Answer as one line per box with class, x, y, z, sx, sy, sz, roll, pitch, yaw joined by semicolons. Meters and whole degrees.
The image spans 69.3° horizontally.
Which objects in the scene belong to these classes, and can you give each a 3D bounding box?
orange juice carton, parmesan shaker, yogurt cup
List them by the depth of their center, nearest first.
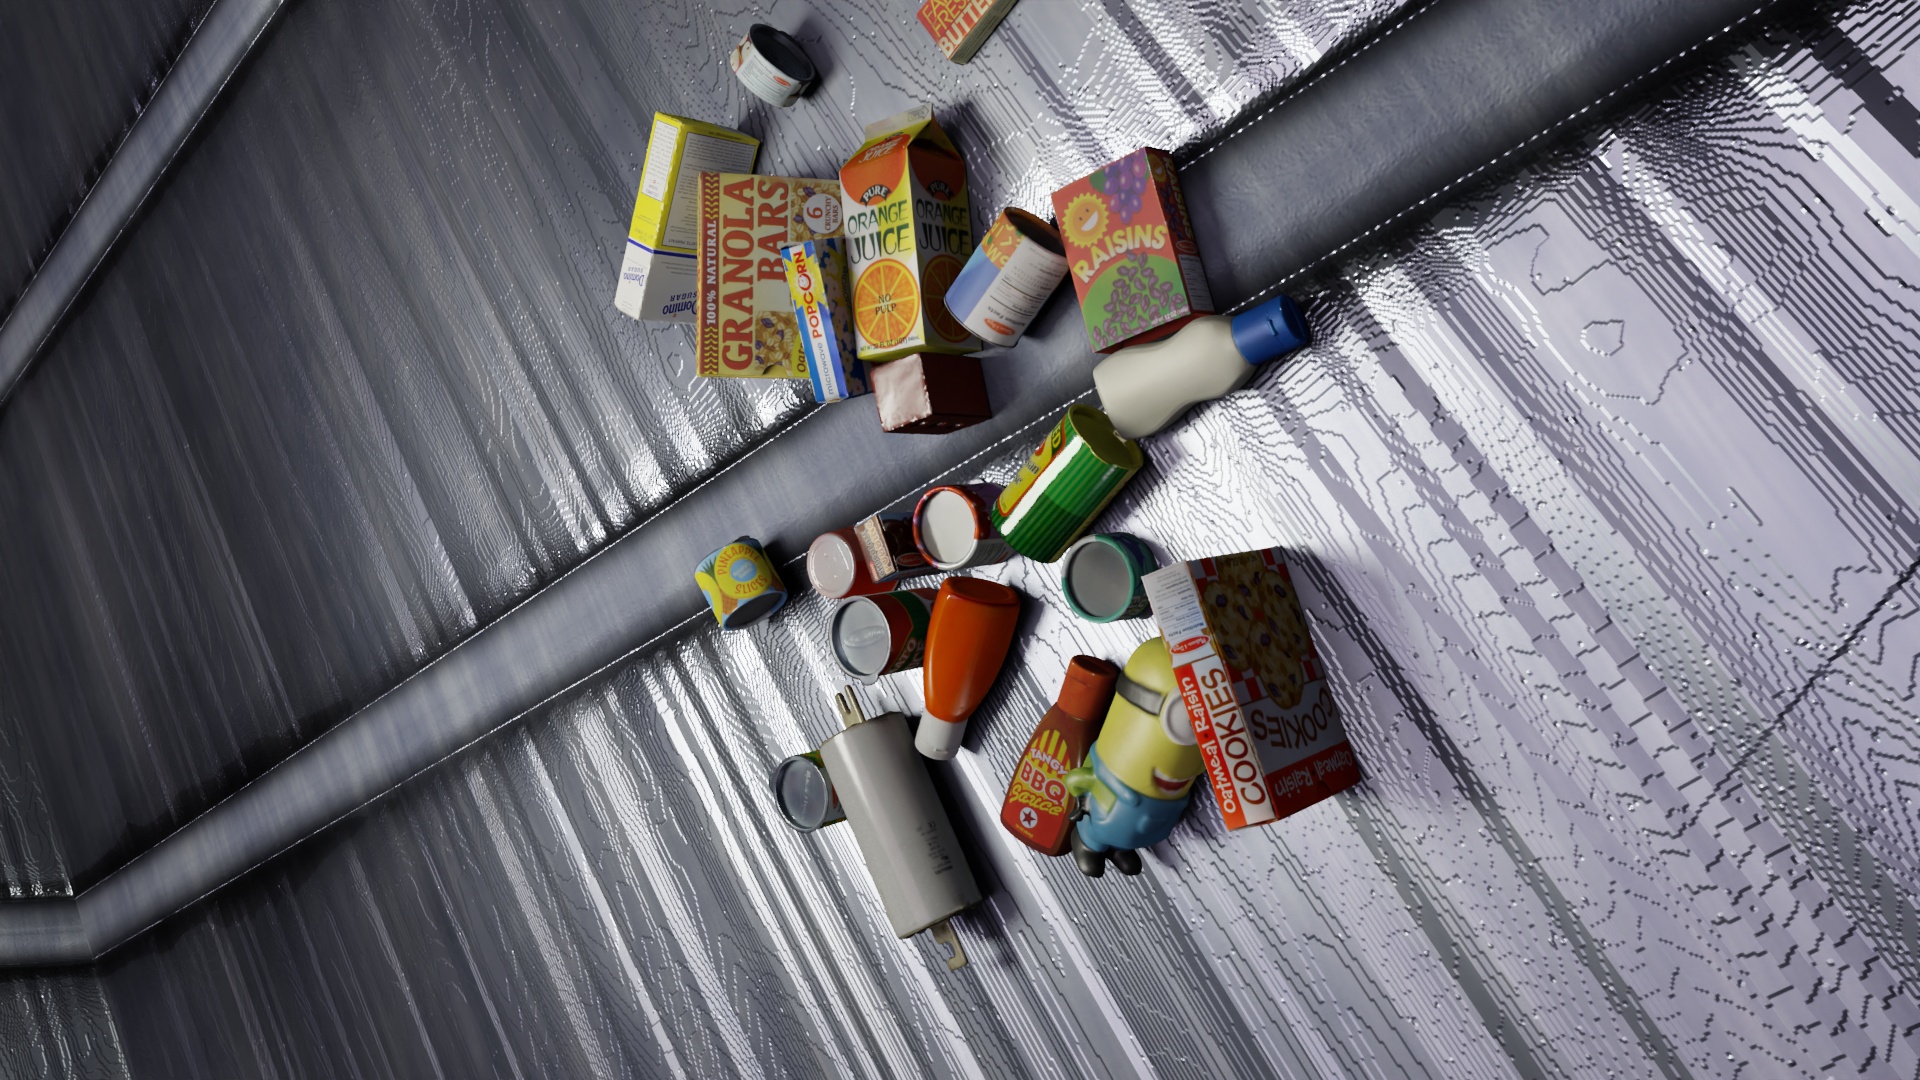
parmesan shaker;0.075;-0.039;1.010;0.071;0.071;0.102;53;122;23
orange juice carton;-0.041;-0.239;1.087;0.071;0.073;0.192;-6;89;39
yogurt cup;-0.090;0.019;1.157;0.072;0.054;0.072;3;96;37

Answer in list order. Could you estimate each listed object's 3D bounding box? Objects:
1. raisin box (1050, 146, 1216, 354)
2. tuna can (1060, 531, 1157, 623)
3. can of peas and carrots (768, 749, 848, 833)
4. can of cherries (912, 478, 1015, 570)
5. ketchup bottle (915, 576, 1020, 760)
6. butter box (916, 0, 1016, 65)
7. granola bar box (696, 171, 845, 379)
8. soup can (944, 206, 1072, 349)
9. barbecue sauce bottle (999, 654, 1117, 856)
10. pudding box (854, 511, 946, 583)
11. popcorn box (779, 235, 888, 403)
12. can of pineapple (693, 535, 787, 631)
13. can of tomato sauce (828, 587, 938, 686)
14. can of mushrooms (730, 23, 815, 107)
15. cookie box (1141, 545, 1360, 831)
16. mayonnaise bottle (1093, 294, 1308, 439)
raisin box;0.122;-0.204;0.983;0.086;0.040;0.123;-19;82;38
tuna can;0.109;0.029;1.013;0.071;0.033;0.071;3;95;39
can of peas and carrots;-0.119;0.211;1.191;0.071;0.059;0.071;3;95;39
can of cherries;0.004;-0.014;1.077;0.071;0.058;0.071;4;96;38
ketchup bottle;-0.001;0.102;1.091;0.044;0.065;0.148;-105;28;-64
butter box;0.015;-0.420;1.061;0.103;0.024;0.053;-43;68;32
granola bar box;-0.155;-0.217;1.150;0.039;0.124;0.165;-159;70;-75
soup can;0.036;-0.198;1.035;0.071;0.071;0.083;50;120;24
barbecue sauce bottle;0.078;0.159;1.040;0.065;0.044;0.148;29;110;34
pudding box;-0.040;0.003;1.097;0.030;0.084;0.050;-28;76;37
popcorn box;-0.089;-0.179;1.109;0.038;0.085;0.126;-6;101;39
can of pineapple;-0.195;0.039;1.232;0.070;0.071;0.058;-44;68;32
can of tomato sauce;-0.053;0.075;1.112;0.071;0.083;0.071;4;96;38
can of mushrooms;-0.158;-0.402;1.175;0.033;0.071;0.071;-43;68;33
cookie box;0.190;0.091;0.895;0.040;0.123;0.167;-25;78;38
mayonnaise bottle;0.165;-0.122;0.953;0.147;0.041;0.064;-23;90;36
